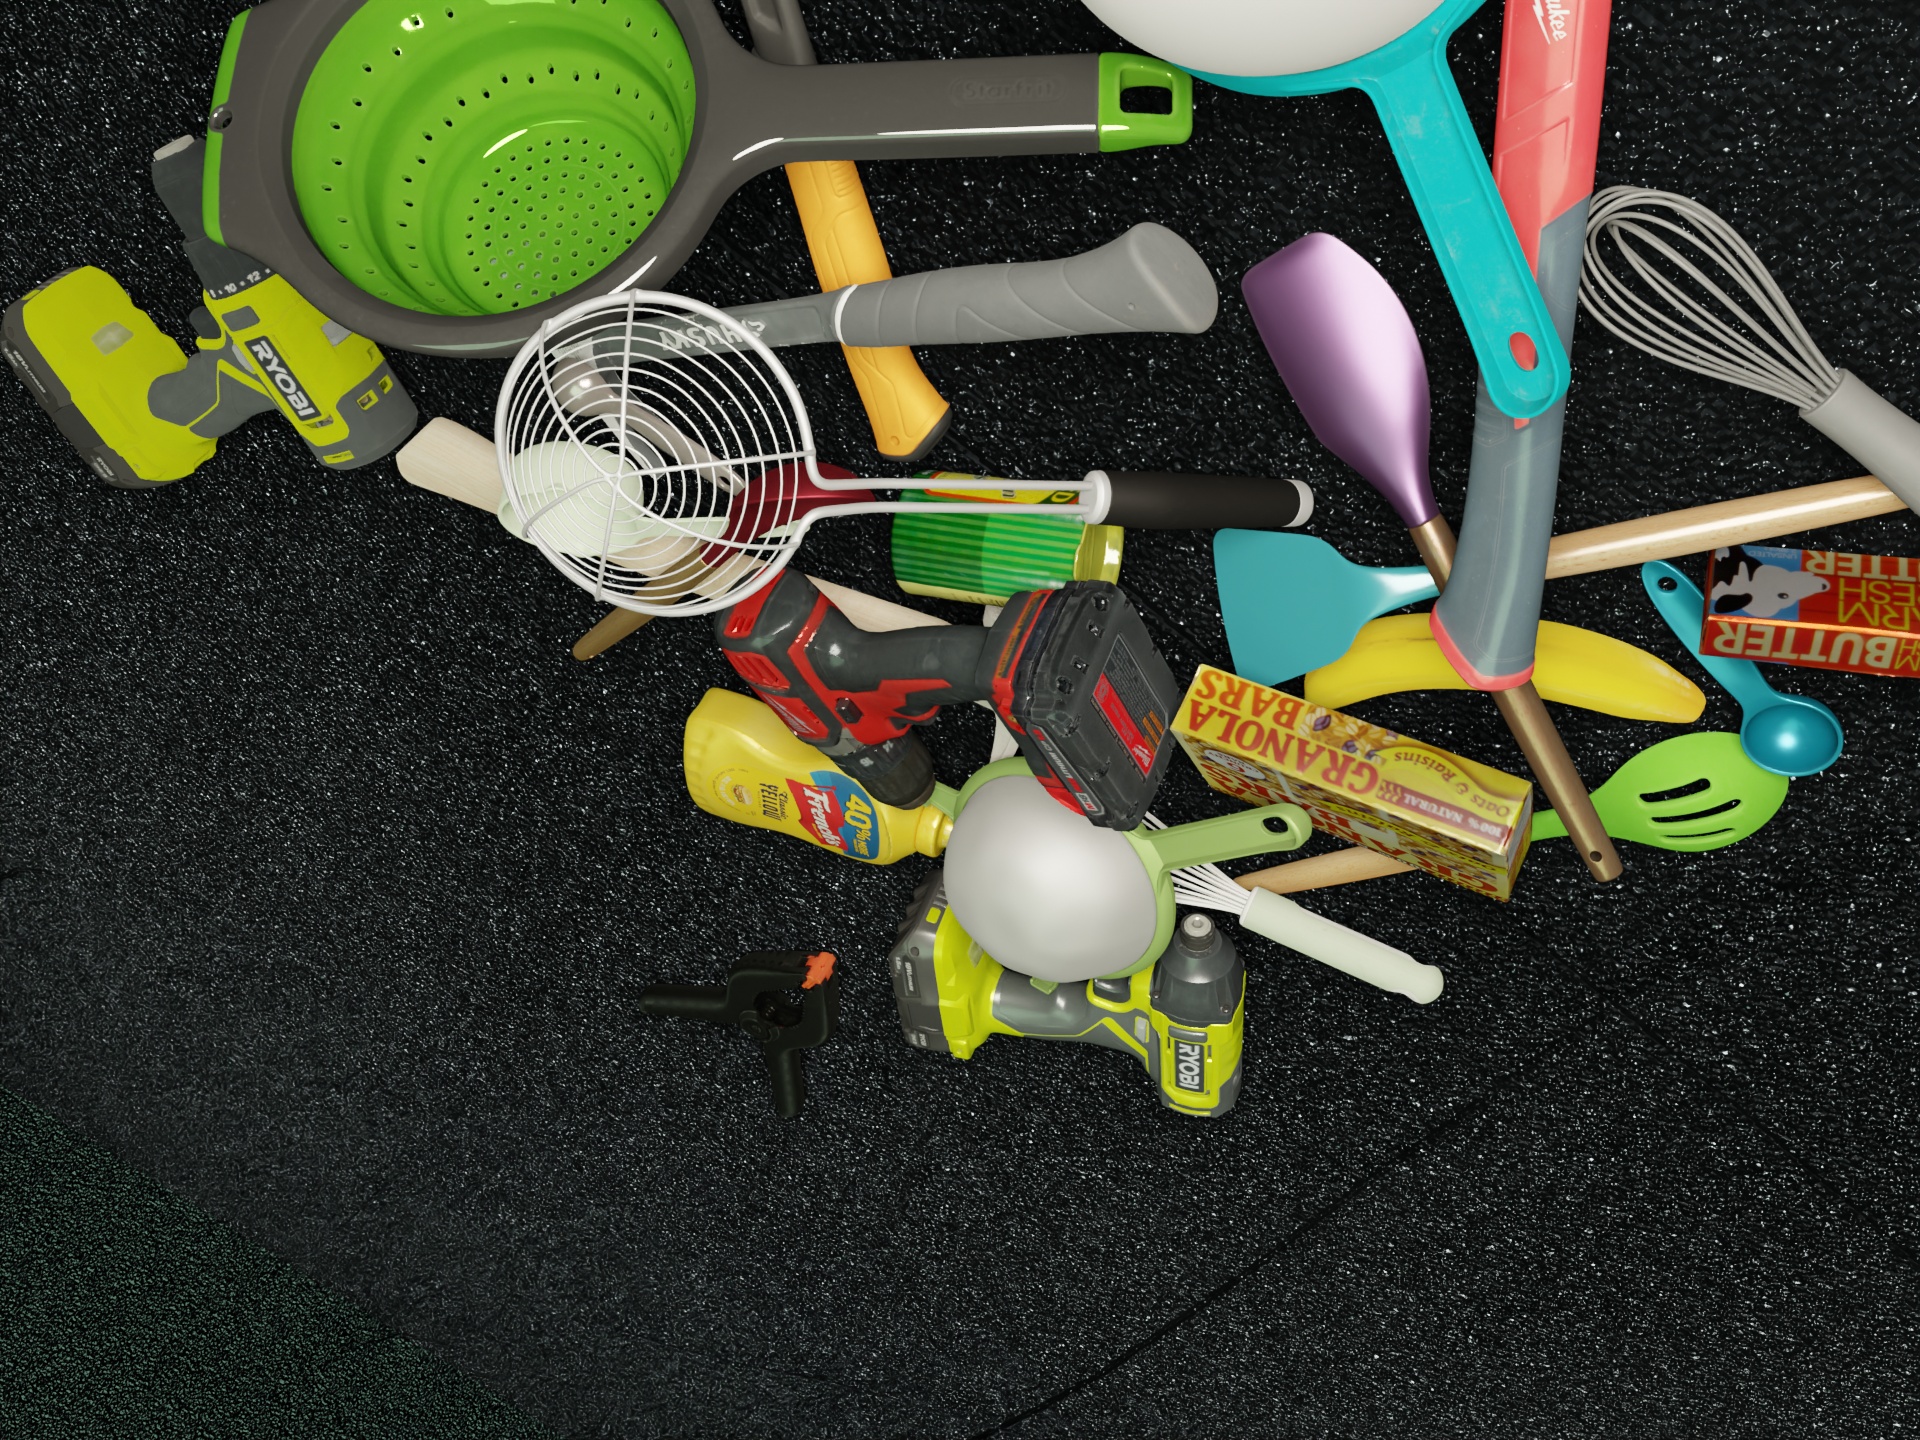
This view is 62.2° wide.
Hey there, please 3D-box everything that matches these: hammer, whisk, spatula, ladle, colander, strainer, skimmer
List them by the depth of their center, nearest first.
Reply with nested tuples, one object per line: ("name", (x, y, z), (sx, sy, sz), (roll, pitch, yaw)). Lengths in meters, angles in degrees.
("strainer", (0.109, -0.242, 0.515), (0.211, 0.095, 0.340), (-14, 107, 49))
("hammer", (0.220, -0.176, 0.564), (0.143, 0.038, 0.386), (19, 131, 35))
("whisk", (0.330, -0.122, 0.607), (0.239, 0.055, 0.055), (36, 139, -3))
("colander", (-0.105, -0.232, 0.666), (0.397, 0.204, 0.094), (1, 168, 6))
("skimmer", (-0.007, -0.107, 0.682), (0.090, 0.363, 0.127), (41, 126, 49))
("spatula", (0.217, -0.066, 0.696), (0.060, 0.018, 0.316), (-25, 99, 31))
("spatula", (0.262, -0.074, 0.710), (0.317, 0.044, 0.082), (-10, 94, 27))
("hammer", (-0.075, -0.264, 0.715), (0.127, 0.034, 0.336), (3, 132, 27))
("hammer", (-0.062, -0.180, 0.733), (0.409, 0.036, 0.149), (7, 138, 41))
("strainer", (0.076, 0.089, 0.869), (0.256, 0.069, 0.151), (-18, 106, 48))
("ladle", (-0.148, -0.082, 0.881), (0.315, 0.069, 0.031), (-23, 74, 51))
("whisk", (0.160, 0.103, 0.921), (0.246, 0.059, 0.057), (24, 172, 14))
("hammer", (-0.146, -0.081, 0.939), (0.411, 0.038, 0.146), (21, 140, 10))

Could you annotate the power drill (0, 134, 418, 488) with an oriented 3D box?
("power drill", (-0.452, -0.229, 0.937), (0.228, 0.080, 0.190), (-5, 129, 30))

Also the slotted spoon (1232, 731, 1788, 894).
("slotted spoon", (0.275, 0.065, 0.852), (0.314, 0.031, 0.070), (-19, 118, 42))

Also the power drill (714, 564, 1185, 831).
("power drill", (-0.001, -0.003, 0.832), (0.227, 0.080, 0.187), (6, 149, 34))

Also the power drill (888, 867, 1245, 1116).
("power drill", (0.074, 0.172, 1.040), (0.223, 0.080, 0.171), (9, 135, 18))

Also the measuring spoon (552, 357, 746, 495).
("measuring spoon", (-0.164, -0.148, 0.831), (0.124, 0.018, 0.034), (33, 150, 4))

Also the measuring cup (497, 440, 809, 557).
("measuring cup", (-0.165, -0.121, 0.867), (0.167, 0.038, 0.083), (1, 160, -2))

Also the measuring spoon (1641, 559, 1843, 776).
("measuring spoon", (0.354, -0.029, 0.725), (0.128, 0.021, 0.042), (48, 136, -7))
